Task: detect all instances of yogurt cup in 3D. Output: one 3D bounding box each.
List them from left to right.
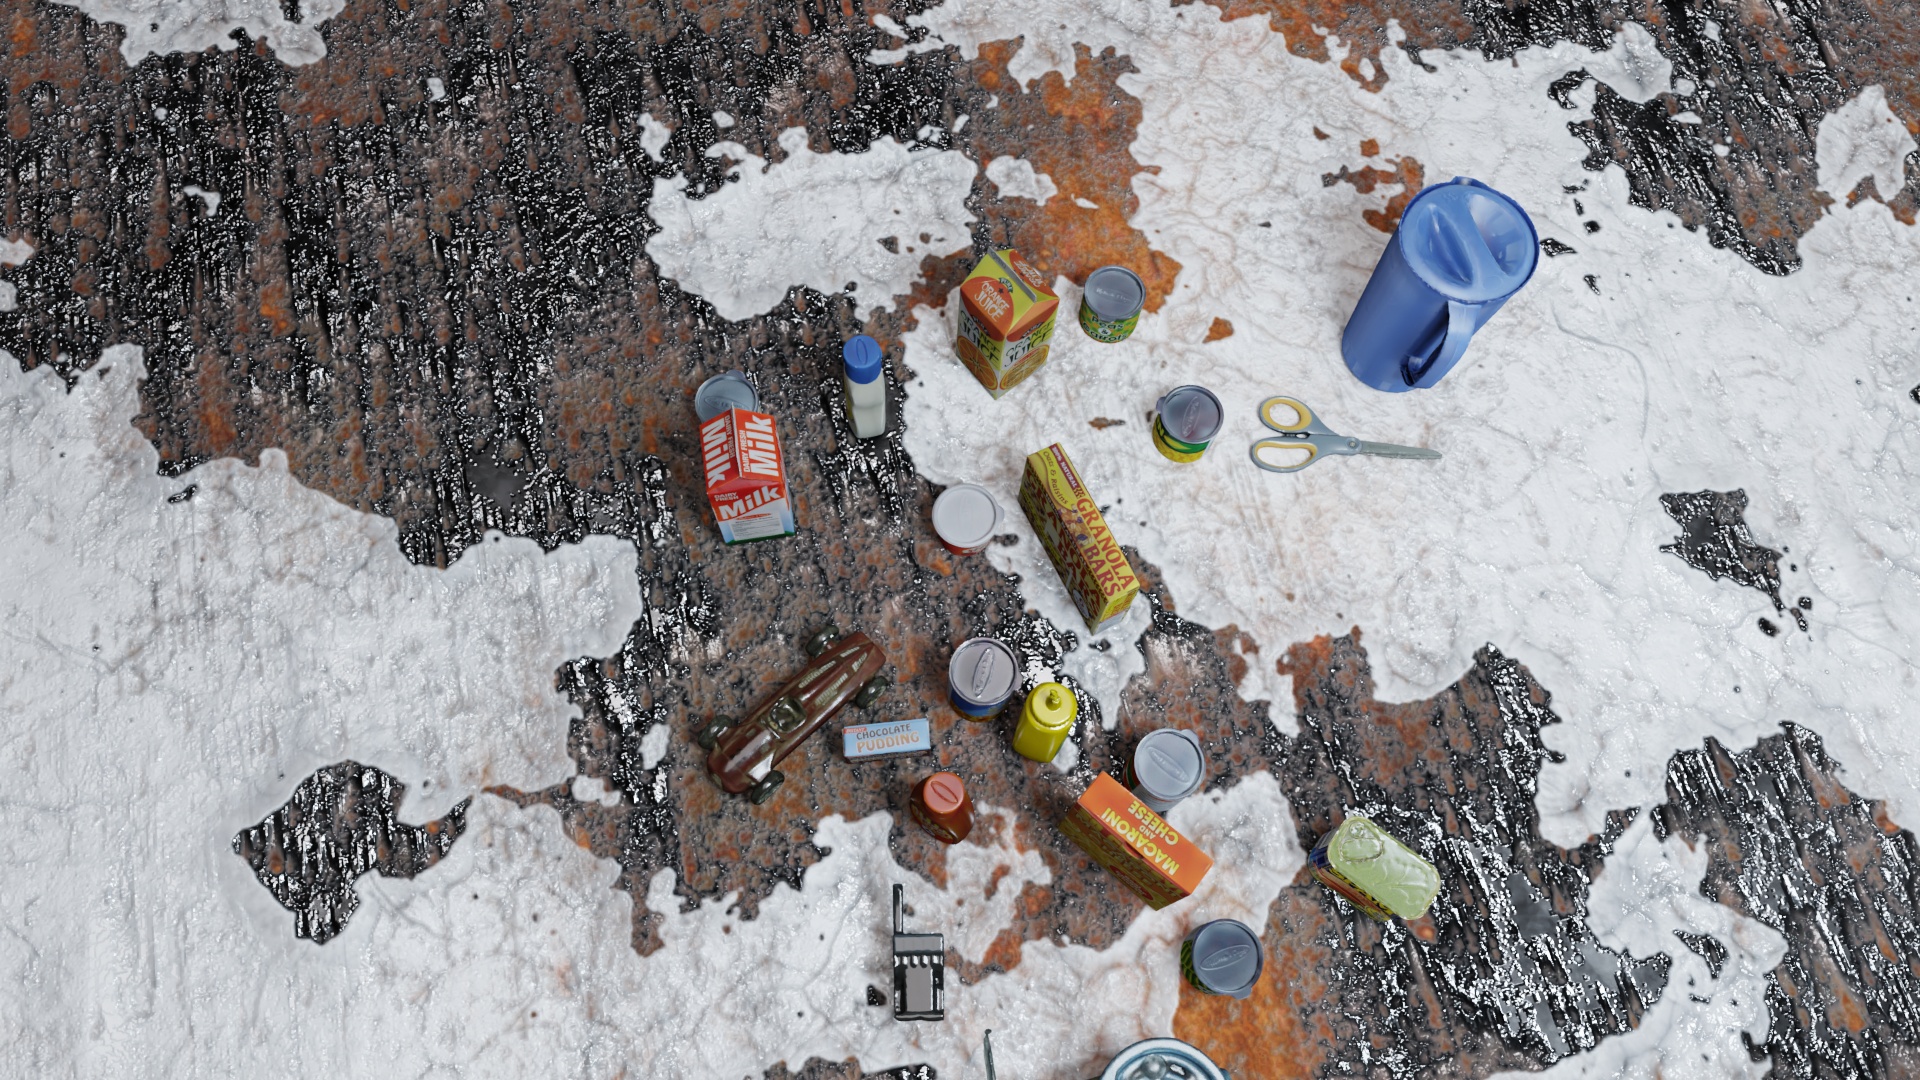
[{"bbox_3d":[0.005,-0.018,1.408,0.072,0.053,0.072,1,70,-2],"label":"yogurt cup"}]

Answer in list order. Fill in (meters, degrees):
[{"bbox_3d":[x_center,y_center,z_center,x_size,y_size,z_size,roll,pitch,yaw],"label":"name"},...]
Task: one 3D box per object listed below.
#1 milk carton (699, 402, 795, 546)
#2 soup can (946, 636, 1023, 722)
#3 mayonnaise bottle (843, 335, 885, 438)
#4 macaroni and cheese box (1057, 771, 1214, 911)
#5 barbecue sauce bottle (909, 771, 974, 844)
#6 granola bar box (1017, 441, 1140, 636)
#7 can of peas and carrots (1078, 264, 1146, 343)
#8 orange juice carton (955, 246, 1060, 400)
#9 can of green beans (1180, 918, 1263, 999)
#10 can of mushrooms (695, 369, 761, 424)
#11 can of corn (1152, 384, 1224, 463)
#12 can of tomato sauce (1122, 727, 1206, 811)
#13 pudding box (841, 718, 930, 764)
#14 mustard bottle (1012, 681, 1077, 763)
[{"bbox_3d":[-0.207,-0.063,1.344,0.073,0.190,0.072,-9,71,-5],"label":"milk carton"},{"bbox_3d":[0.023,0.136,1.338,0.071,0.083,0.071,1,71,-2],"label":"soup can"},{"bbox_3d":[-0.098,-0.159,1.405,0.041,0.147,0.065,-11,72,-6],"label":"mayonnaise bottle"},{"bbox_3d":[0.153,0.274,1.250,0.124,0.166,0.040,39,74,11],"label":"macaroni and cheese box"},{"bbox_3d":[-0.016,0.240,1.265,0.065,0.148,0.044,37,74,10],"label":"barbecue sauce bottle"},{"bbox_3d":[0.115,0.000,1.369,0.039,0.123,0.166,-25,73,-10],"label":"granola bar box"},{"bbox_3d":[0.162,-0.251,1.495,0.071,0.058,0.071,1,71,-2],"label":"can of peas and carrots"},{"bbox_3d":[0.047,-0.225,1.411,0.073,0.192,0.072,-37,76,-13],"label":"orange juice carton"},{"bbox_3d":[0.238,0.382,1.272,0.071,0.057,0.071,1,71,-2],"label":"can of green beans"},{"bbox_3d":[-0.242,-0.141,1.454,0.071,0.033,0.071,1,70,-2],"label":"can of mushrooms"},{"bbox_3d":[0.234,-0.122,1.452,0.071,0.058,0.071,1,71,-2],"label":"can of corn"},{"bbox_3d":[0.192,0.217,1.316,0.071,0.082,0.071,1,71,-2],"label":"can of tomato sauce"},{"bbox_3d":[-0.070,0.193,1.332,0.084,0.049,0.030,-5,71,-4],"label":"pudding box"},{"bbox_3d":[0.081,0.164,1.290,0.049,0.159,0.065,22,72,6],"label":"mustard bottle"}]
